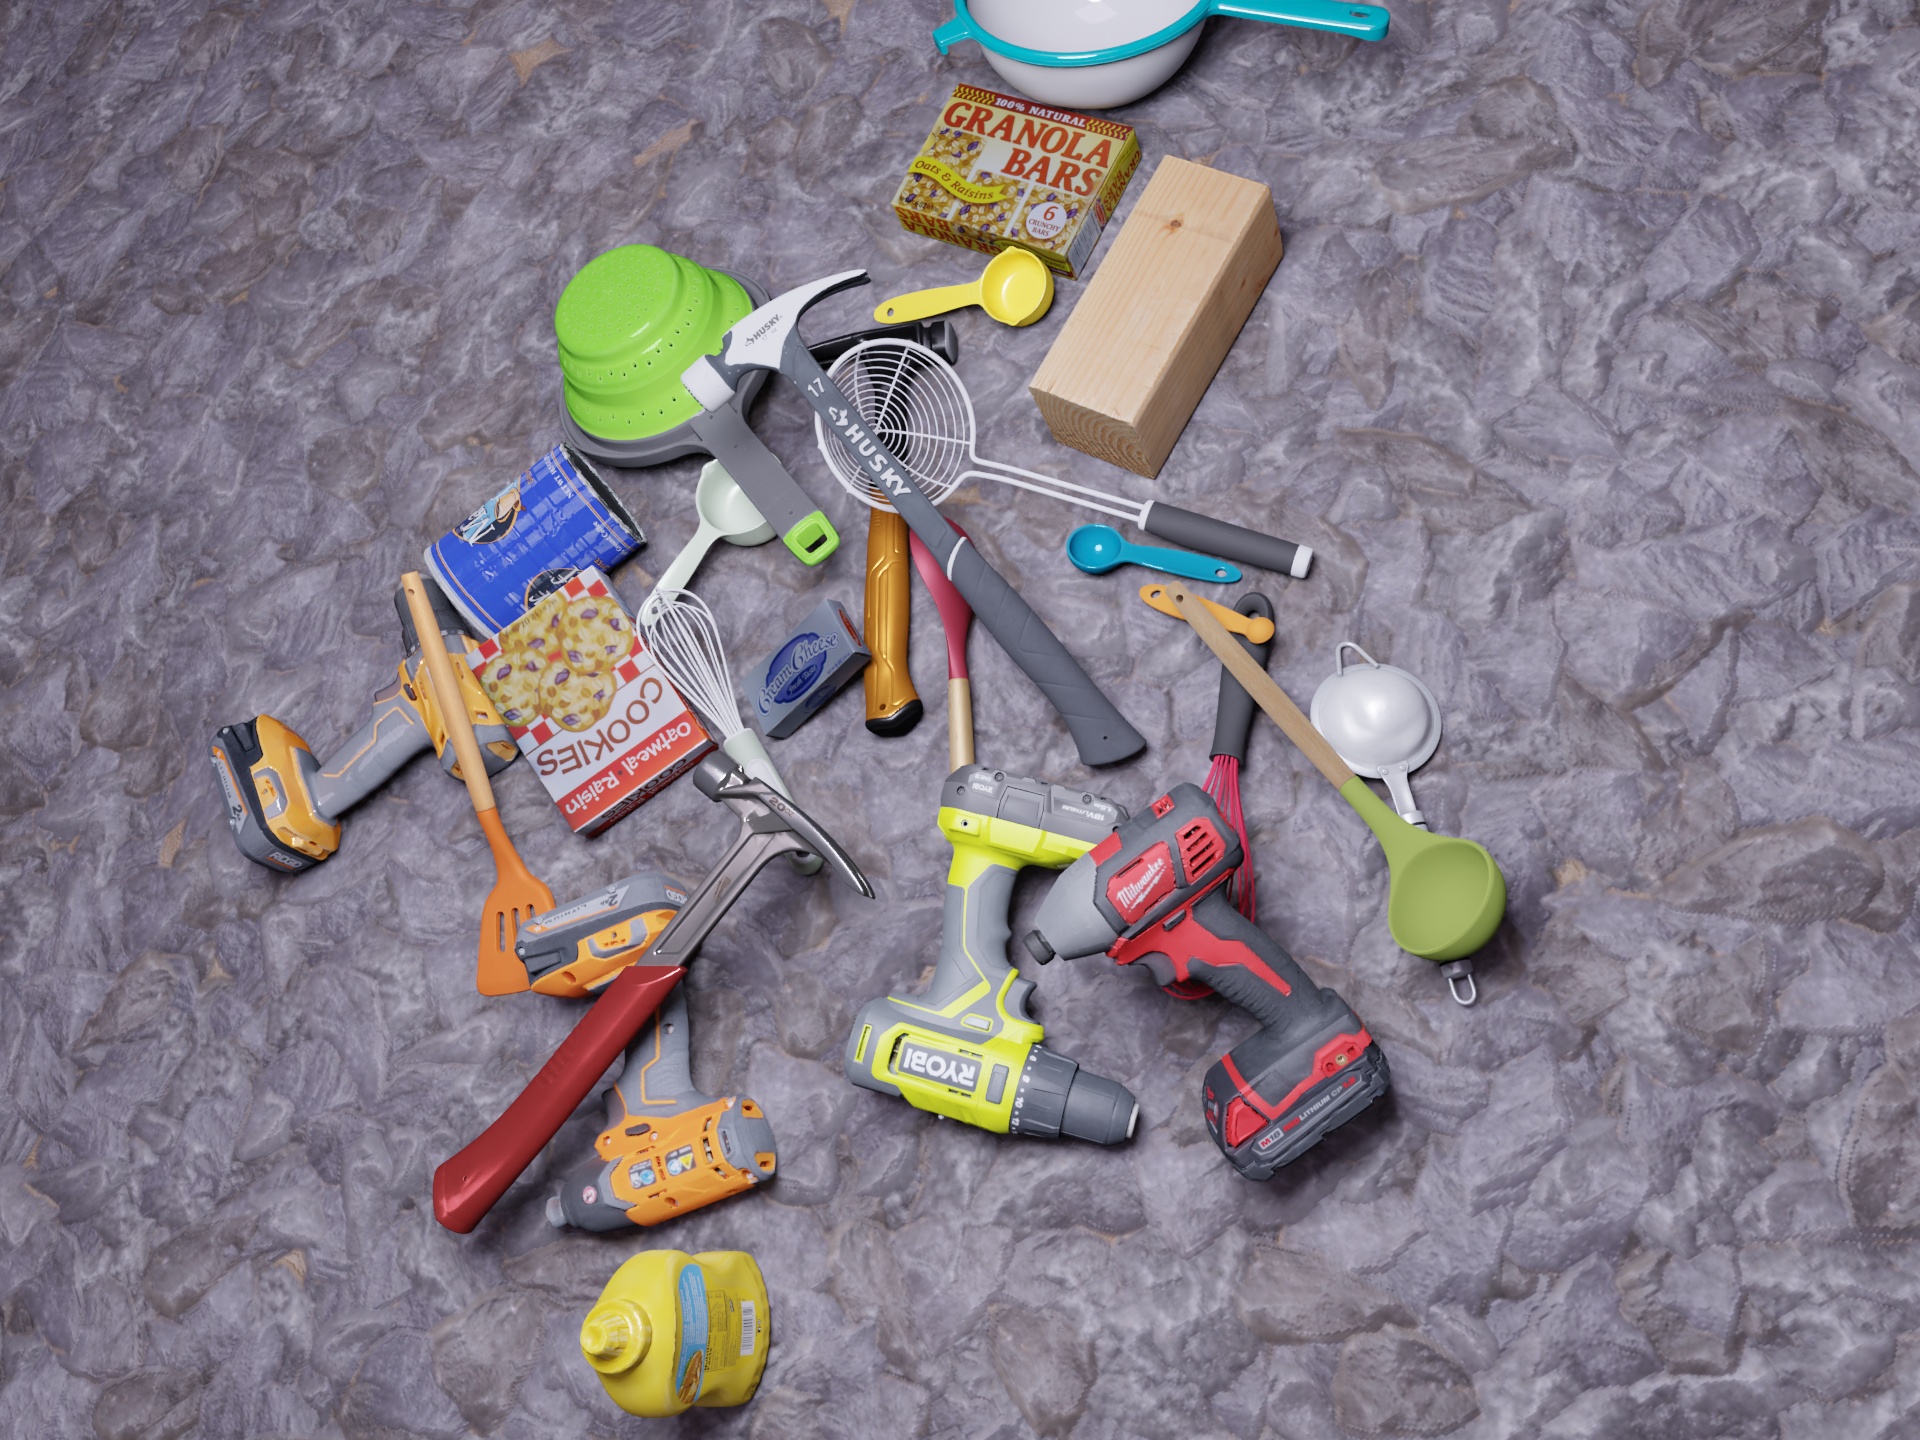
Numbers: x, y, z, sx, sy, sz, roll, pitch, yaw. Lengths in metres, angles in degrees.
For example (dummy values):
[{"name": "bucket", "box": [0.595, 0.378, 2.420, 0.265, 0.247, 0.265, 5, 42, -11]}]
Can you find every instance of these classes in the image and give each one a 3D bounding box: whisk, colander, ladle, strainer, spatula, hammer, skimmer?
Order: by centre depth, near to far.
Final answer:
[{"name": "ladle", "box": [0.228, 0.020, 1.022, 0.078, 0.062, 0.320, -47, 63, 19]}, {"name": "strainer", "box": [0.292, 0.058, 1.035, 0.087, 0.050, 0.259, -12, 71, -3]}, {"name": "hammer", "box": [-0.219, 0.200, 1.059, 0.149, 0.036, 0.359, 39, 90, 17]}, {"name": "whisk", "box": [0.176, 0.045, 1.068, 0.073, 0.073, 0.296, 6, 67, 19]}, {"name": "hammer", "box": [-0.011, -0.132, 1.110, 0.149, 0.036, 0.409, -40, 89, 5]}, {"name": "skimmer", "box": [0.073, -0.174, 1.132, 0.363, 0.090, 0.127, 19, 78, 15]}, {"name": "ladle", "box": [-0.002, -0.004, 1.143, 0.031, 0.069, 0.315, -17, 71, 43]}, {"name": "whisk", "box": [-0.167, 0.006, 1.172, 0.058, 0.059, 0.246, -29, 79, -12]}, {"name": "spatula", "box": [-0.367, 0.046, 1.195, 0.081, 0.041, 0.322, -14, 97, 12]}, {"name": "hammer", "box": [-0.063, -0.149, 1.218, 0.127, 0.034, 0.337, -6, 70, 14]}, {"name": "colander", "box": [-0.214, -0.261, 1.235, 0.204, 0.094, 0.398, -39, 56, -1]}, {"name": "strainer", "box": [0.163, -0.537, 1.245, 0.340, 0.095, 0.211, 17, 62, 18]}]

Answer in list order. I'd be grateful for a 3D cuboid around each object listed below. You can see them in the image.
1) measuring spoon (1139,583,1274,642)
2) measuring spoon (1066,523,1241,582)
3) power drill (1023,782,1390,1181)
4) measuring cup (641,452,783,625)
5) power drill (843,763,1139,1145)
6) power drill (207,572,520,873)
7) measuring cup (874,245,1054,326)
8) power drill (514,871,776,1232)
[{"name": "measuring spoon", "box": [0.170, -0.078, 1.115, 0.117, 0.011, 0.021, 25, 73, 41]}, {"name": "measuring spoon", "box": [0.140, -0.112, 1.155, 0.128, 0.021, 0.042, 13, 58, 12]}, {"name": "power drill", "box": [0.146, 0.160, 0.963, 0.143, 0.078, 0.219, -36, 100, 2]}, {"name": "measuring cup", "box": [-0.193, -0.138, 1.253, 0.083, 0.038, 0.167, 34, 86, 24]}, {"name": "power drill", "box": [0.043, 0.158, 1.050, 0.190, 0.080, 0.228, 14, 82, 12]}, {"name": "power drill", "box": [-0.479, -0.003, 1.273, 0.226, 0.084, 0.185, -29, 66, 1]}, {"name": "measuring cup", "box": [0.003, -0.335, 1.269, 0.156, 0.029, 0.062, -3, 88, 29]}, {"name": "power drill", "box": [-0.236, 0.239, 1.114, 0.164, 0.084, 0.227, -23, 71, 8]}]
